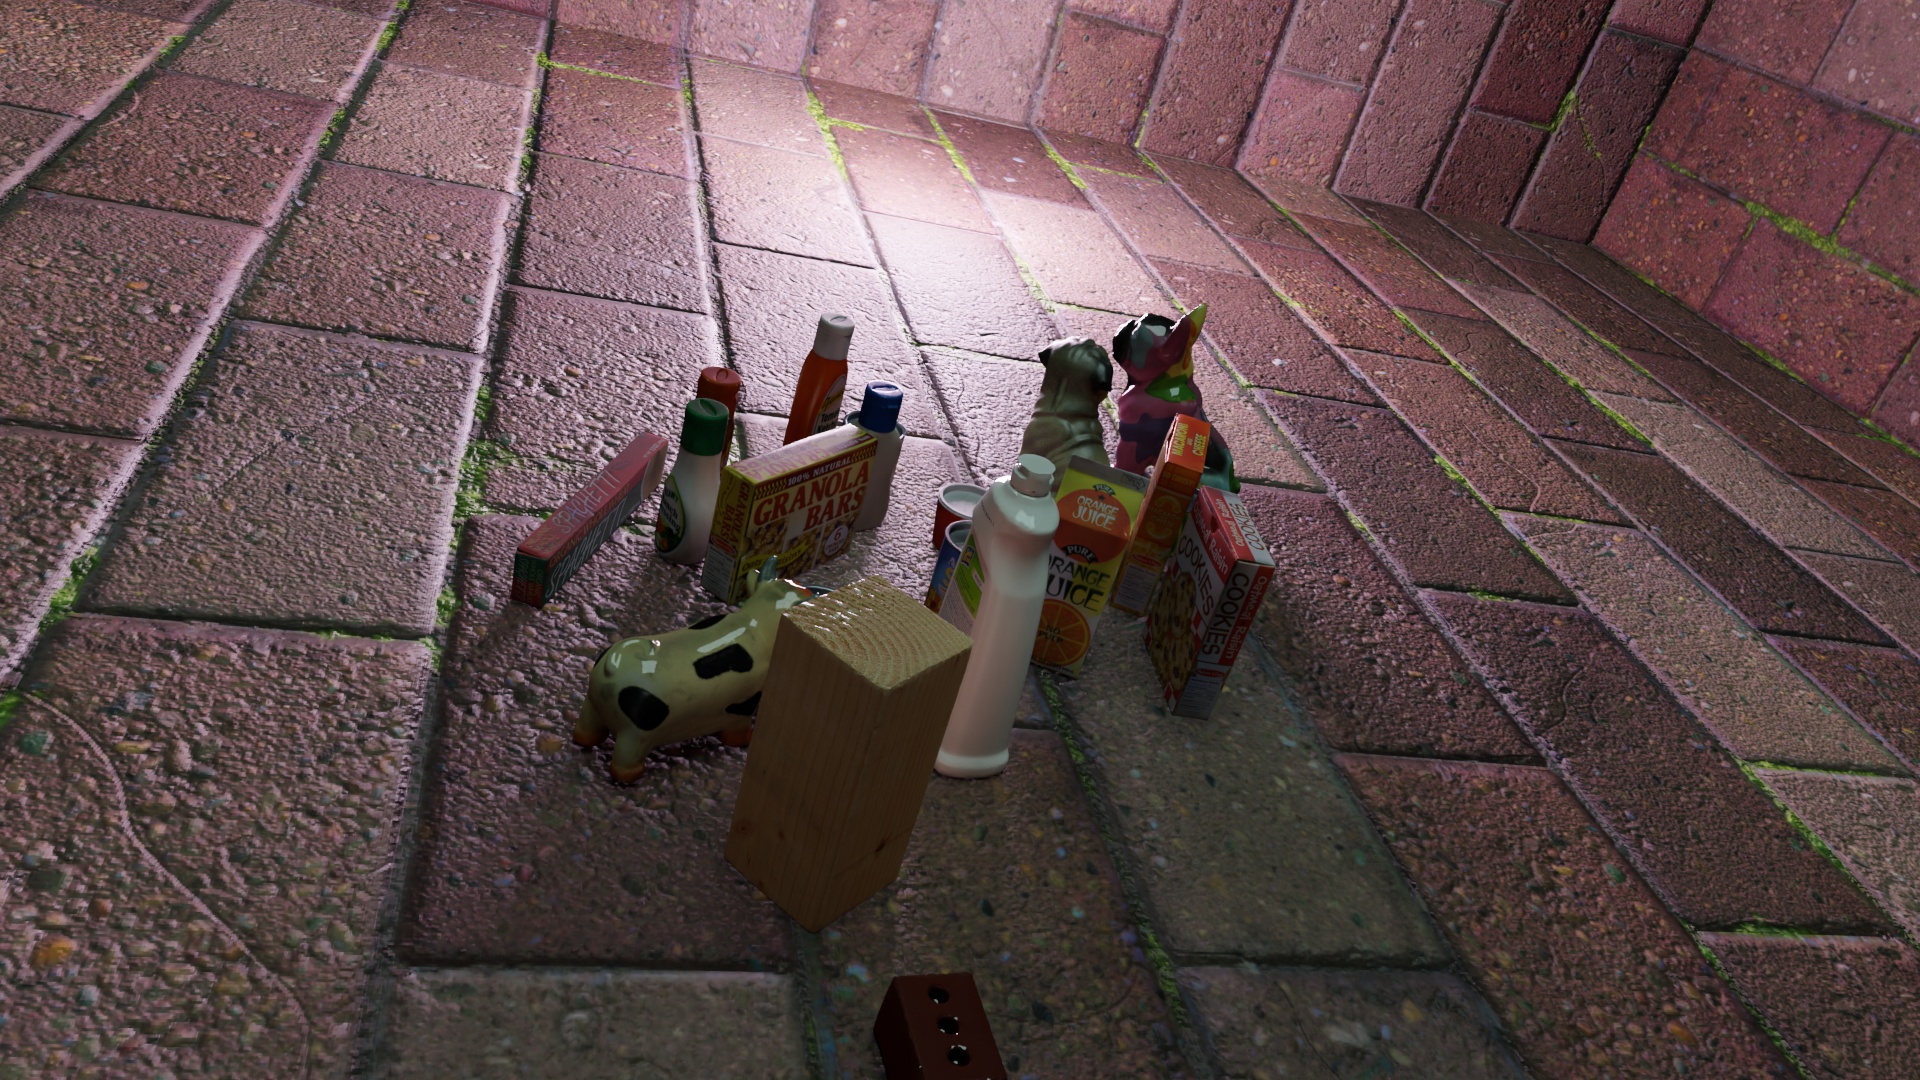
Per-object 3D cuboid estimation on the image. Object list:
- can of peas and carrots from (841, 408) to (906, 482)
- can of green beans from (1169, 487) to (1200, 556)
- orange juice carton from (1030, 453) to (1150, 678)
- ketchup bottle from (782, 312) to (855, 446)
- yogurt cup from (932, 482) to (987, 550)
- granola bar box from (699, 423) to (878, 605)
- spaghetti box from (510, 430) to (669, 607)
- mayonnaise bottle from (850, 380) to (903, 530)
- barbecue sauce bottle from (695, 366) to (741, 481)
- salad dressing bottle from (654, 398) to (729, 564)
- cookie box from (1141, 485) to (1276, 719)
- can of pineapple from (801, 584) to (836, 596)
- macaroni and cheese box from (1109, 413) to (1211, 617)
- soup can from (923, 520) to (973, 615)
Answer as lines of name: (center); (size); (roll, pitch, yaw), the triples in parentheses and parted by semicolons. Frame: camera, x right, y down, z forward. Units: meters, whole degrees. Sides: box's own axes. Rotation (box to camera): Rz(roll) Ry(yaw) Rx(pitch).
can of peas and carrots: (-0.096, -0.095, 1.437); (0.071, 0.058, 0.071); (13, 29, -7)
can of green beans: (0.235, -0.022, 1.486); (0.071, 0.057, 0.071); (13, 29, -7)
orange juice carton: (0.102, 0.017, 1.213); (0.072, 0.191, 0.073); (20, 29, 5)
ketchup bottle: (-0.143, -0.161, 1.433); (0.043, 0.148, 0.065); (27, 31, 18)
yogurt cup: (0.005, -0.017, 1.361); (0.072, 0.053, 0.073); (13, 29, -7)
granola bar box: (-0.149, -0.025, 1.223); (0.039, 0.123, 0.166); (31, 32, 24)
spaghetti box: (-0.318, -0.024, 1.208); (0.029, 0.050, 0.251); (19, 29, 3)
mayonnaise bottle: (-0.088, -0.080, 1.324); (0.065, 0.147, 0.041); (-6, 36, -35)
barbecue sauce bottle: (-0.230, -0.084, 1.257); (0.044, 0.147, 0.065); (15, 29, -5)
salad dressing bottle: (-0.230, -0.051, 1.200); (0.044, 0.147, 0.064); (-5, 36, -34)
cookie box: (0.217, 0.054, 1.235); (0.040, 0.166, 0.123); (10, 30, -13)
can of pineapple: (-0.121, 0.077, 1.132); (0.071, 0.057, 0.071); (13, 29, -7)
macaroni and cheese box: (0.196, -0.026, 1.362); (0.040, 0.165, 0.124); (19, 29, 4)
soup can: (0.008, 0.036, 1.243); (0.071, 0.083, 0.072); (13, 29, -7)
